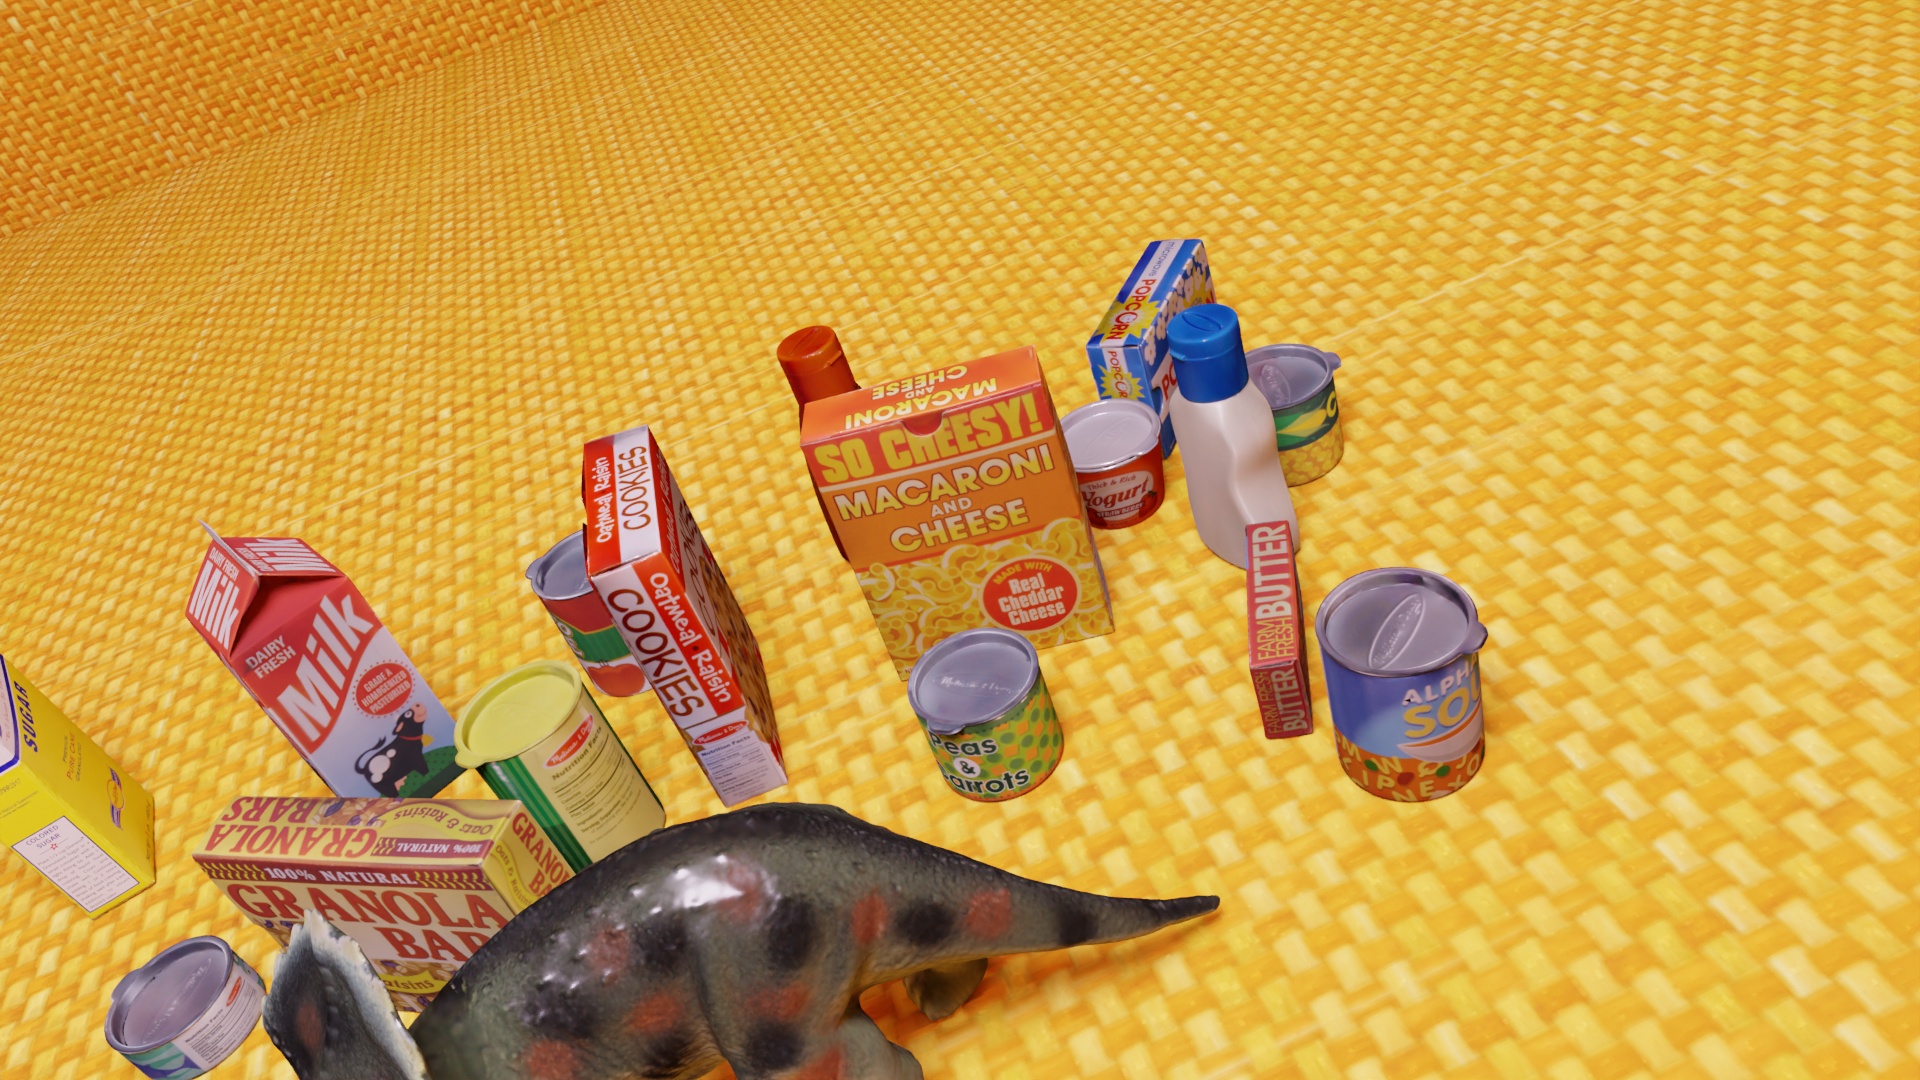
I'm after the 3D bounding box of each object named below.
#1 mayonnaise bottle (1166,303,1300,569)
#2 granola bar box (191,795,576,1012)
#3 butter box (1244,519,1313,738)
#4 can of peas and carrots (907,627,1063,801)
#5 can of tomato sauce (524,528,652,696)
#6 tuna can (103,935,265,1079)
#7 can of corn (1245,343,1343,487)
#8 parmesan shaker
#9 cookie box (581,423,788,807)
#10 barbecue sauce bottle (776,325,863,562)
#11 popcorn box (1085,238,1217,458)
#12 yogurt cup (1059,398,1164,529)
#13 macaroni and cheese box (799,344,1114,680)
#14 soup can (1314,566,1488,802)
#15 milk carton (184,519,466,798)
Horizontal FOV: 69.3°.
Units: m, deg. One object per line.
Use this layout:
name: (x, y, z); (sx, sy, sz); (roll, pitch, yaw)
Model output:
mayonnaise bottle: (0.141, -0.053, 0.732); (0.041, 0.147, 0.065); (-33, 38, -16)
granola bar box: (-0.252, 0.173, 0.646); (0.165, 0.123, 0.039); (-4, 40, 21)
butter box: (0.156, 0.042, 0.683); (0.024, 0.053, 0.104); (-8, 38, 16)
can of peas and carrots: (0.013, 0.088, 0.687); (0.071, 0.058, 0.071); (-13, 37, 10)
can of tomato sauce: (-0.208, 0.042, 0.825); (0.071, 0.082, 0.071); (-13, 37, 10)
tuna can: (-0.394, 0.238, 0.705); (0.071, 0.032, 0.071); (-13, 37, 10)
can of corn: (0.190, -0.073, 0.811); (0.071, 0.058, 0.071); (-13, 37, 10)
parmesan shaker: (-0.203, 0.122, 0.706); (0.071, 0.102, 0.072); (-13, 37, 10)
cookie box: (-0.146, 0.039, 0.731); (0.040, 0.166, 0.123); (-22, 36, -2)
barbecue sauce bottle: (-0.067, -0.058, 0.833); (0.043, 0.147, 0.065); (11, 46, 35)
popcorn box: (0.126, -0.123, 0.881); (0.038, 0.084, 0.127); (4, 43, 29)
yogurt cup: (0.089, -0.044, 0.823); (0.072, 0.053, 0.073); (-13, 37, 10)
macaroni and cheese box: (0.003, -0.009, 0.724); (0.124, 0.165, 0.040); (-14, 37, 8)
soup can: (0.197, 0.065, 0.611); (0.071, 0.083, 0.072); (-13, 37, 10)
milk carton: (-0.355, 0.069, 0.769); (0.072, 0.189, 0.074); (22, 53, 42)
